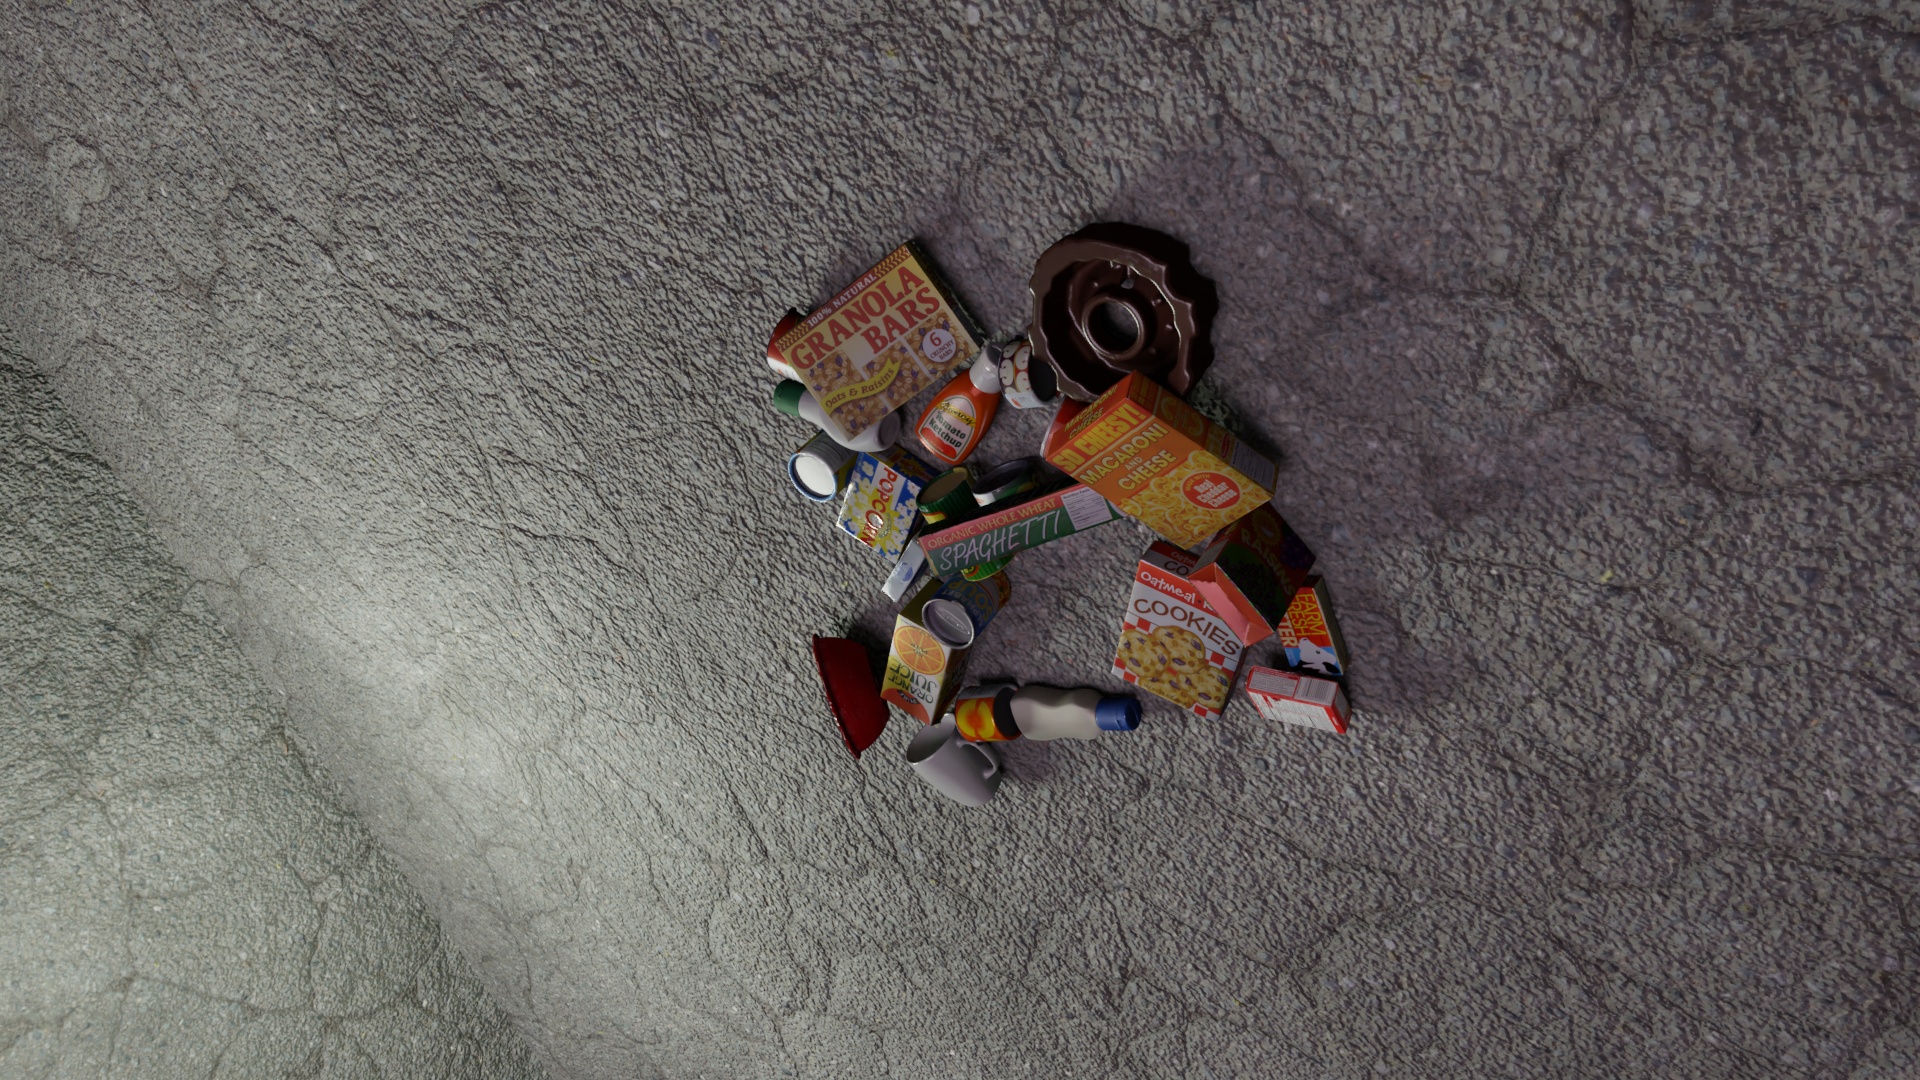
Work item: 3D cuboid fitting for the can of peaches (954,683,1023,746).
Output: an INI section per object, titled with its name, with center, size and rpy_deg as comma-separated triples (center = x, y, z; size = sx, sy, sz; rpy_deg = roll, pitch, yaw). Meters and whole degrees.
[can of peaches]
center = 0.037, 0.201, 1.603
size = 0.058, 0.071, 0.071
rpy_deg = -12, 115, 40

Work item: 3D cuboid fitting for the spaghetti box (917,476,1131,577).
[spaghetti box]
center = 0.080, -0.025, 1.352
size = 0.250, 0.029, 0.050
rpy_deg = -18, 112, 17

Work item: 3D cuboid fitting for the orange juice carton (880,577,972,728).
[orange juice carton]
center = -0.038, 0.143, 1.609
size = 0.072, 0.073, 0.191
rpy_deg = 29, 135, 15

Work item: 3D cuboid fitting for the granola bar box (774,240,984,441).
[granola bar box]
center = -0.079, -0.193, 1.354
size = 0.165, 0.039, 0.124
rpy_deg = -33, 100, 19

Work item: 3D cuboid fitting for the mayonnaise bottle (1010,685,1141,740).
[mayonnaise bottle]
center = 0.129, 0.193, 1.549
size = 0.148, 0.041, 0.064
rpy_deg = -5, 121, 37

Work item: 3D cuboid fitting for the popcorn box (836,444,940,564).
[popcorn box]
center = -0.080, -0.044, 1.519
size = 0.085, 0.038, 0.126
rpy_deg = 33, 136, 10

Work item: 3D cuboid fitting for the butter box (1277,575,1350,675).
[butter box]
center = 0.331, 0.082, 1.326
size = 0.053, 0.024, 0.103
rpy_deg = -5, 119, 38

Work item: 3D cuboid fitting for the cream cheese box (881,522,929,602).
[cream cheese box]
center = -0.048, 0.021, 1.536
size = 0.024, 0.054, 0.103
rpy_deg = 40, 137, 7

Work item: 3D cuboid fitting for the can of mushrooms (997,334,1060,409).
[can of mushrooms]
center = 0.067, -0.160, 1.303
size = 0.033, 0.071, 0.070
rpy_deg = -1, 121, 37

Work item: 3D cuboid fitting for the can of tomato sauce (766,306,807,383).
[can of tomato sauce]
center = -0.147, -0.193, 1.434
size = 0.083, 0.071, 0.070
rpy_deg = 25, 134, 17

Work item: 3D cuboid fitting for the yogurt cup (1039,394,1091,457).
[yogurt cup]
center = 0.113, -0.101, 1.317
size = 0.054, 0.073, 0.072
rpy_deg = 23, 134, 9

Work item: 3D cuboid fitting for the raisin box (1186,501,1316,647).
[raisin box]
center = 0.265, 0.026, 1.258
size = 0.086, 0.124, 0.040
rpy_deg = 48, 135, -5

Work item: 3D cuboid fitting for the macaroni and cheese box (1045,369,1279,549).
[macaroni and cheese box]
center = 0.179, -0.069, 1.242
size = 0.166, 0.040, 0.123
rpy_deg = 31, 142, -18

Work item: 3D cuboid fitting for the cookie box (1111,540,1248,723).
[cookie box]
center = 0.228, 0.092, 1.399
size = 0.123, 0.040, 0.166
rpy_deg = 25, 135, 19

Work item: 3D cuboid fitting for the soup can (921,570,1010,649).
[soup can]
center = 0.009, 0.066, 1.507
size = 0.071, 0.084, 0.071
rpy_deg = 19, 132, 23

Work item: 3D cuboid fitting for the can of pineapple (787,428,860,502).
[can of pineapple]
center = -0.147, -0.082, 1.525
size = 0.071, 0.058, 0.070
rpy_deg = 20, 132, 23

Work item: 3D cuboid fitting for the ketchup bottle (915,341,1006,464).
[ketchup bottle]
center = 0.010, -0.138, 1.372
size = 0.065, 0.044, 0.148
rpy_deg = 40, 139, 1

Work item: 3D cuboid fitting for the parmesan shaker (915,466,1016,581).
[parmesan shaker]
center = 0.005, -0.018, 1.450
size = 0.071, 0.072, 0.103
rpy_deg = -12, 121, 41

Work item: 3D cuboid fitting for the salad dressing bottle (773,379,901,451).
[salad dressing bottle]
center = -0.133, -0.137, 1.477
size = 0.148, 0.044, 0.064
rpy_deg = 21, 94, 30

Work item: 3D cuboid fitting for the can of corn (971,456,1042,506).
[can of corn]
center = 0.055, -0.042, 1.404
size = 0.071, 0.071, 0.058
rpy_deg = -11, 116, 41
